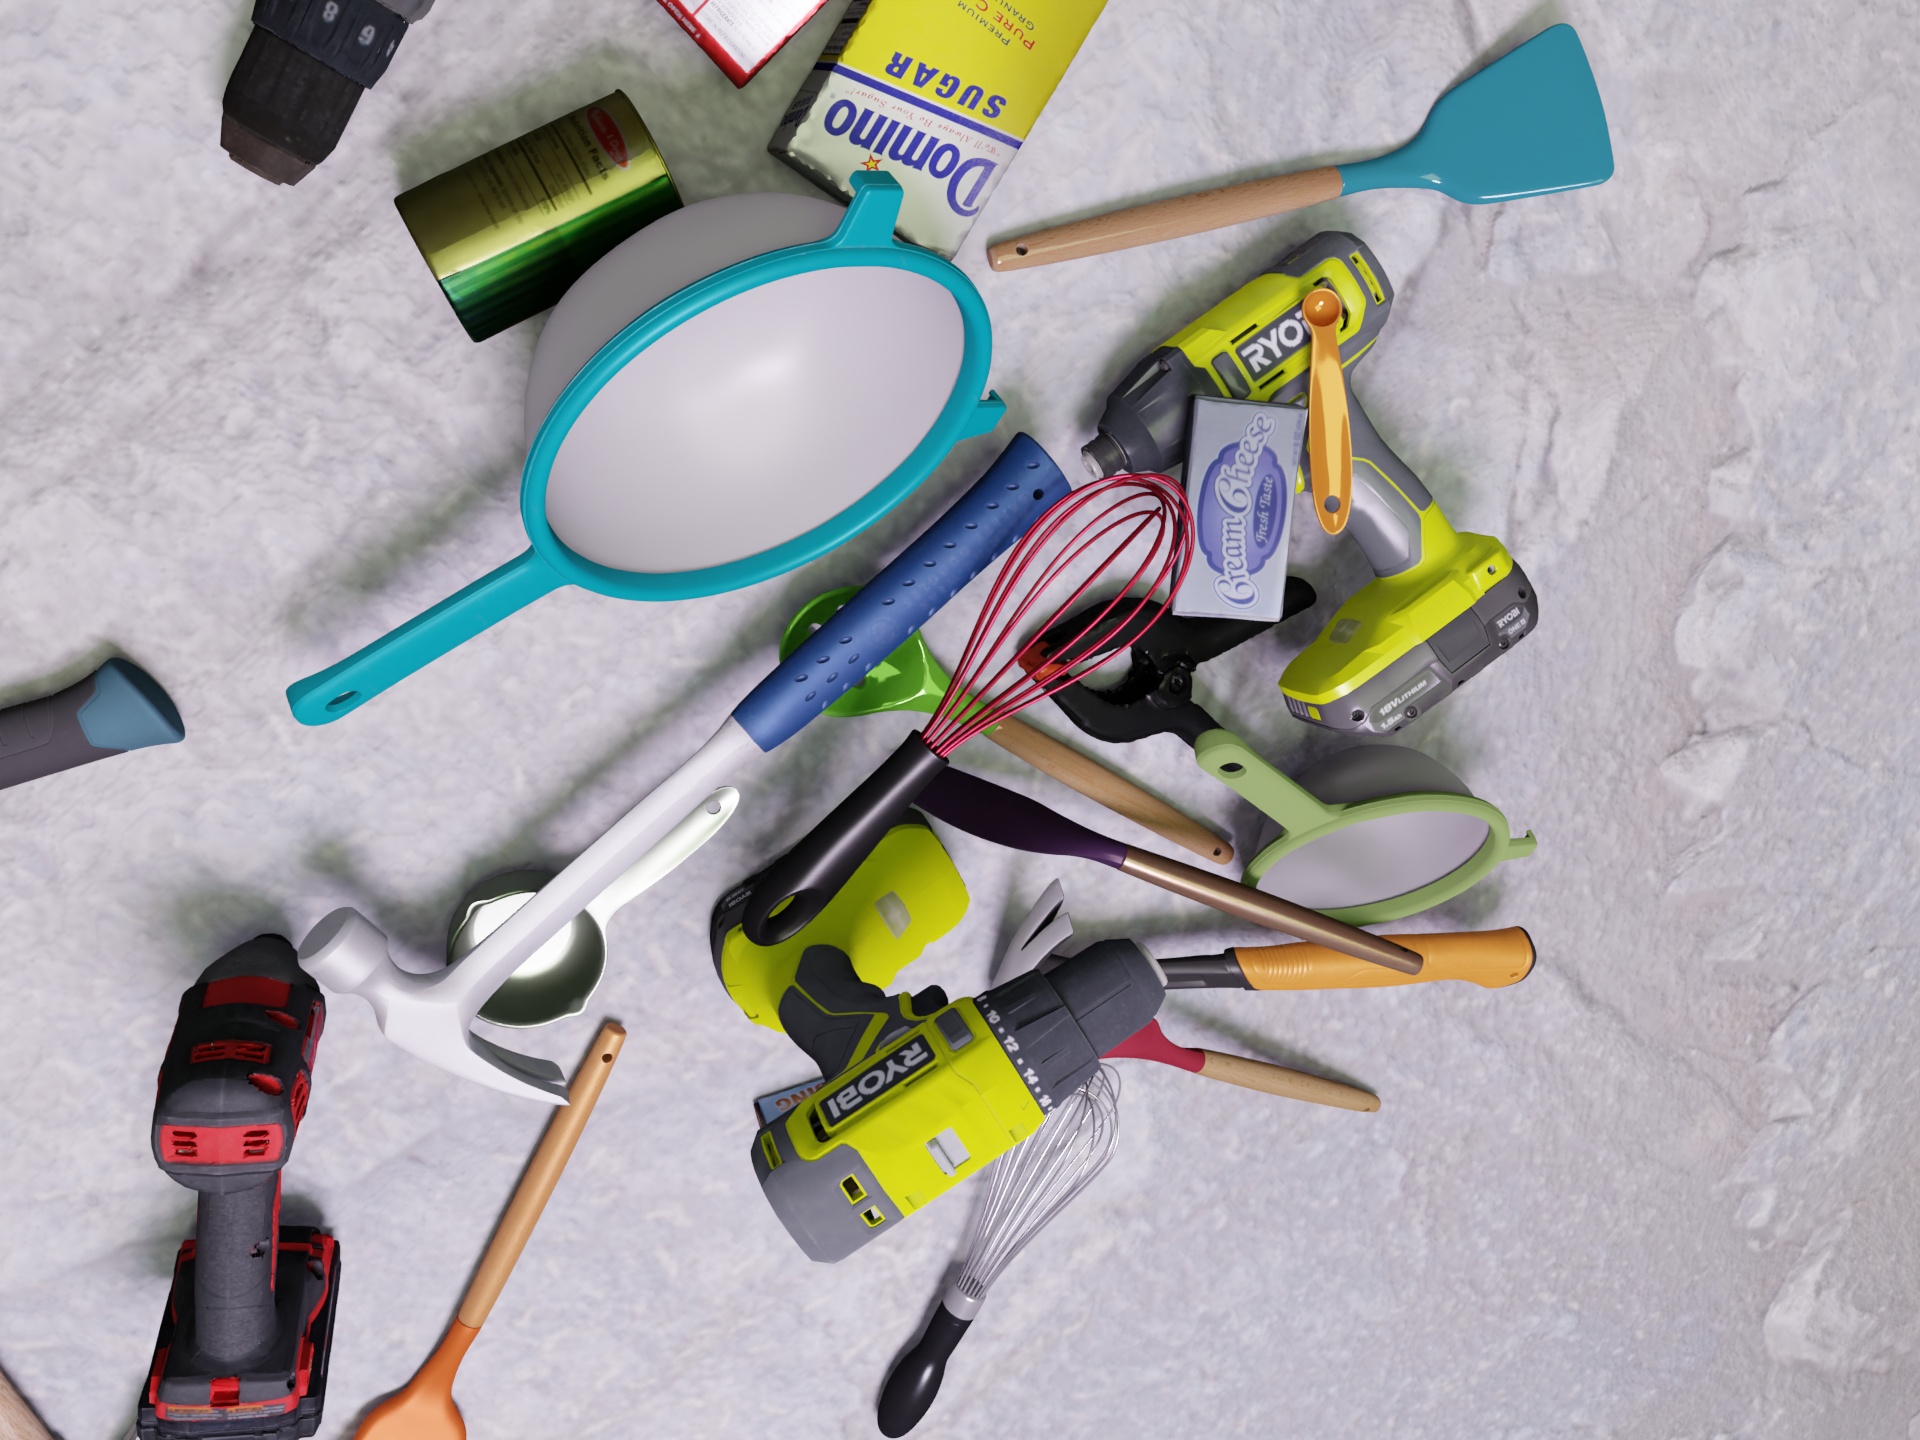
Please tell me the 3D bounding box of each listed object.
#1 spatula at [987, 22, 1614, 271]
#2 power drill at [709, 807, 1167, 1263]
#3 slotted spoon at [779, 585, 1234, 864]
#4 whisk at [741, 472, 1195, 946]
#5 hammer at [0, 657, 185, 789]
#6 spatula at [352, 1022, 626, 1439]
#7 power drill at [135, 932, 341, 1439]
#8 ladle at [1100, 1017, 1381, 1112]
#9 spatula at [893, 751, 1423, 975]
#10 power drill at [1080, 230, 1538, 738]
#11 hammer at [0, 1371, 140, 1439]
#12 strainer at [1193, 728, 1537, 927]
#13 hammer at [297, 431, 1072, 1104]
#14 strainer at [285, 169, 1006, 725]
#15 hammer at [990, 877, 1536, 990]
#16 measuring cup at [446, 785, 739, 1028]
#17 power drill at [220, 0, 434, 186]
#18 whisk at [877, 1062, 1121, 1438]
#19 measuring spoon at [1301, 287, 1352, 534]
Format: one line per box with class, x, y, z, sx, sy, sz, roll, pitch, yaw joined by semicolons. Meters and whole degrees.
spatula;0.165;-0.264;0.778;0.317;0.044;0.082;-17;92;-12
power drill;-0.022;0.128;0.755;0.190;0.229;0.080;-33;118;-6
slotted spoon;0.034;0.014;0.848;0.313;0.031;0.070;29;98;-29
whisk;-0.001;-0.002;0.746;0.073;0.073;0.296;39;98;-28
hammer;-0.498;0.041;0.656;0.331;0.033;0.128;-19;115;-13
spatula;-0.250;0.305;0.847;0.081;0.041;0.322;23;100;-25
power drill;-0.328;0.212;0.733;0.078;0.143;0.219;4;115;-17
ladle;0.156;0.204;0.935;0.315;0.031;0.069;22;136;-39
spatula;0.109;0.082;0.846;0.315;0.060;0.018;21;116;-12
power drill;0.178;-0.108;0.809;0.171;0.080;0.223;-36;103;-5
hammer;-0.493;0.273;0.749;0.130;0.031;0.331;-21;116;-11
strainer;0.194;0.039;0.866;0.151;0.069;0.256;-28;142;28
hammer;-0.105;0.017;0.751;0.405;0.035;0.144;-42;121;-4
strainer;-0.154;-0.118;0.680;0.340;0.095;0.210;-30;159;5
hammer;0.185;0.136;0.911;0.336;0.034;0.127;0;138;-18
measuring cup;-0.180;0.082;0.789;0.167;0.038;0.083;-39;118;-5
power drill;-0.292;-0.325;0.570;0.226;0.080;0.188;26;100;-30
whisk;0.016;0.318;0.945;0.070;0.070;0.284;20;106;-26
measuring spoon;0.175;-0.148;0.765;0.021;0.011;0.117;-6;99;-5
